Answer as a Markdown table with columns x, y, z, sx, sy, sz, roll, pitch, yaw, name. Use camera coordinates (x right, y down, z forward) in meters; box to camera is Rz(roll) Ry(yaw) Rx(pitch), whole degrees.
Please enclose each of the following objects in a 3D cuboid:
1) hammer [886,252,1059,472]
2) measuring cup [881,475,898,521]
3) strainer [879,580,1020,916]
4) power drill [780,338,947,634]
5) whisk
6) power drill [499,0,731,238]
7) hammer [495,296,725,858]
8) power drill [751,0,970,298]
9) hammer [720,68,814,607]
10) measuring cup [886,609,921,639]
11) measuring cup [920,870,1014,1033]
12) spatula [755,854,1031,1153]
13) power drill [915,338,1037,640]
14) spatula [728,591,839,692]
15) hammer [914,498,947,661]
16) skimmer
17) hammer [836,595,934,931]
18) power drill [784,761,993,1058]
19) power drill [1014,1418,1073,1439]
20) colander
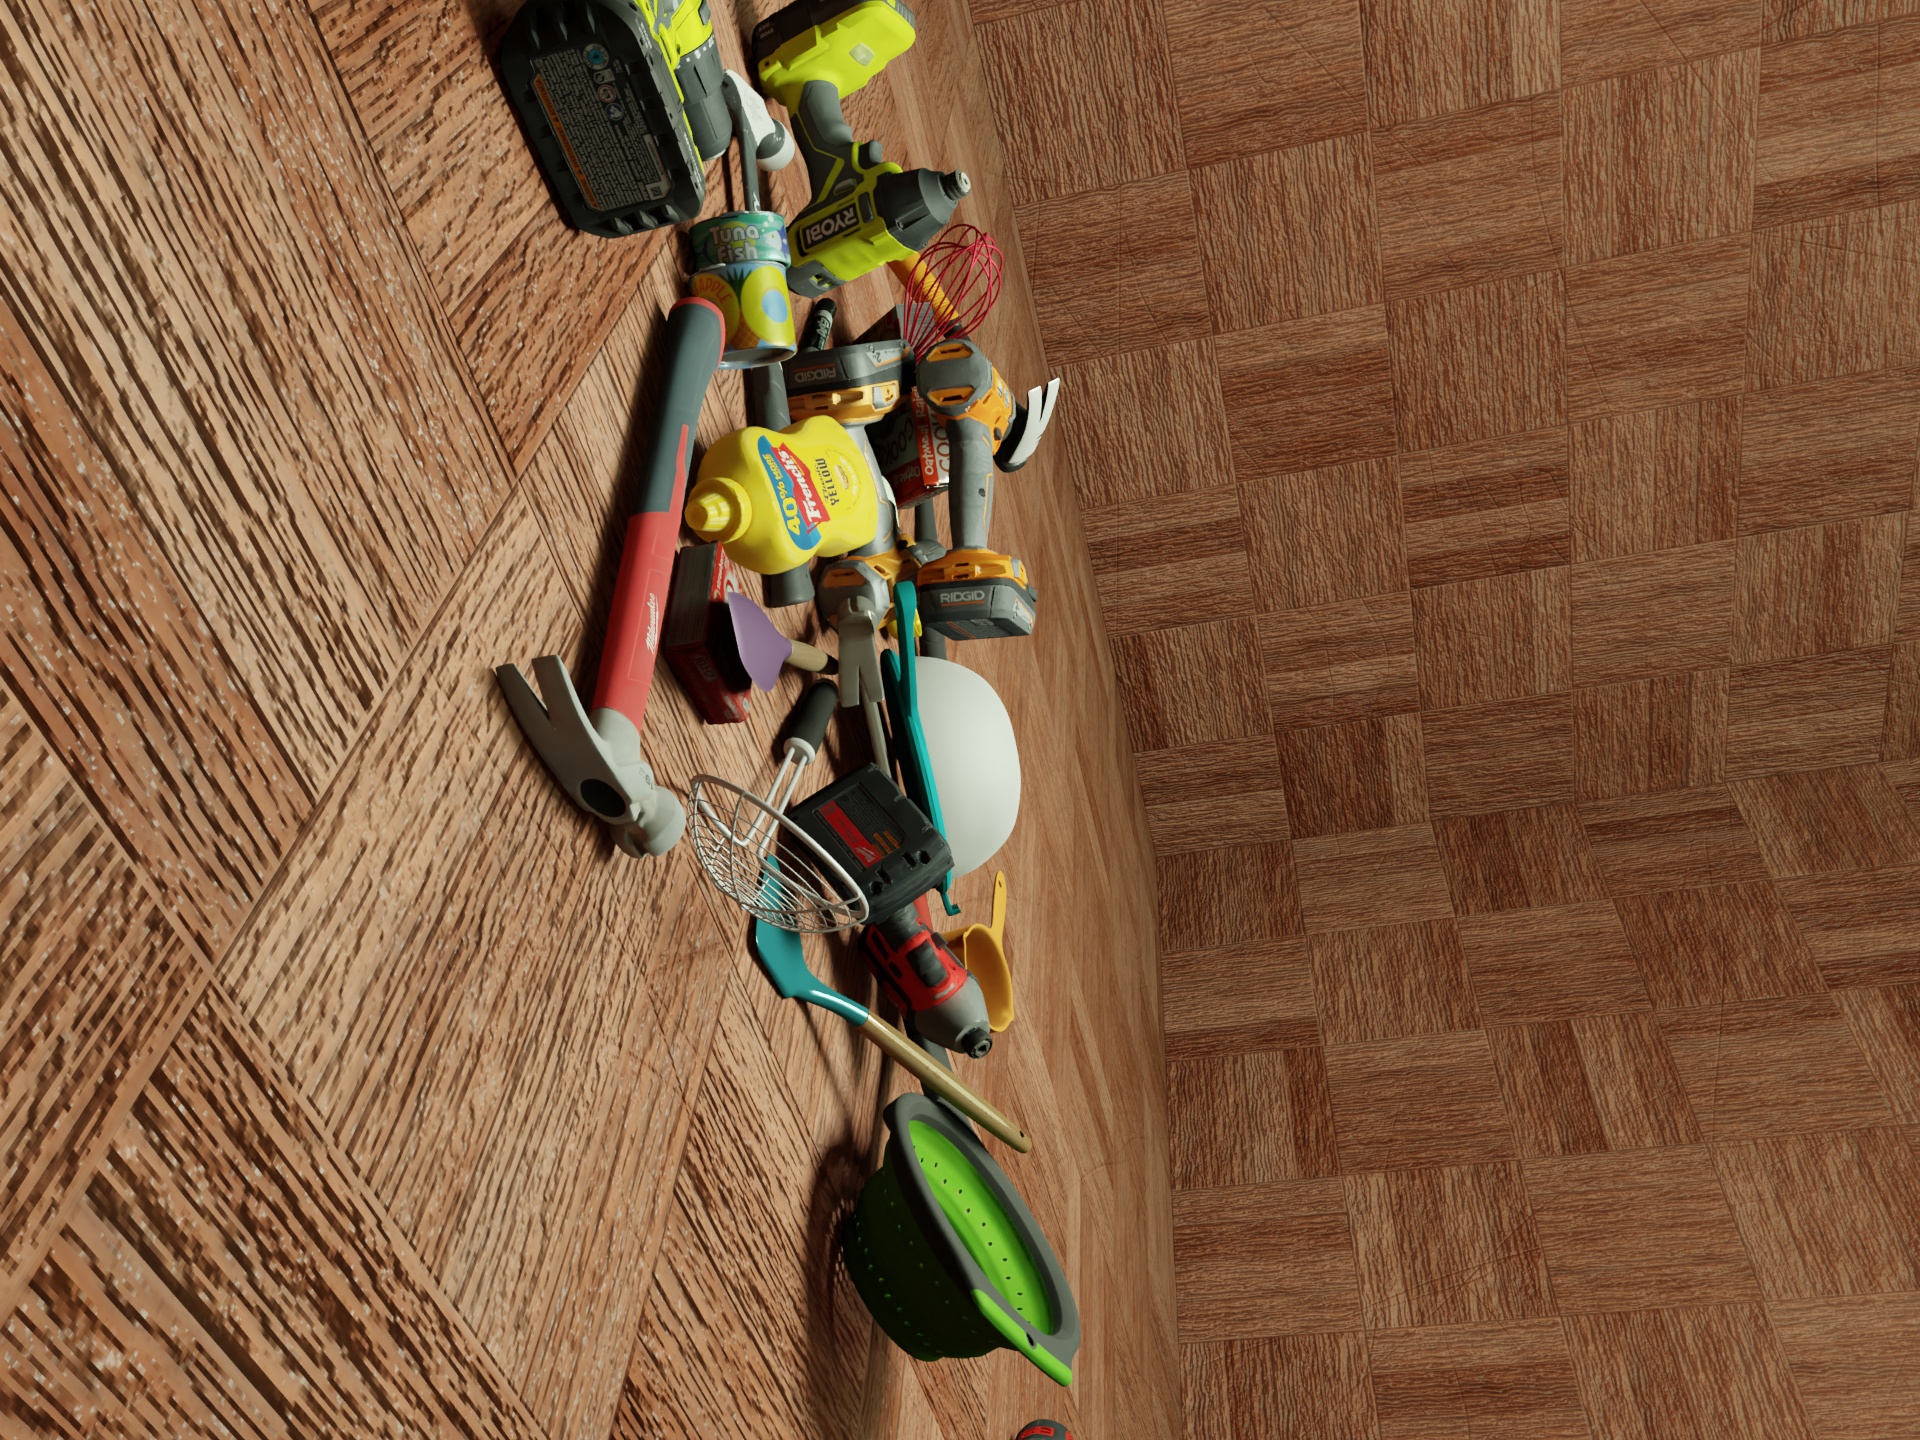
| x | y | z | sx | sy | sz | roll | pitch | yaw | name |
| --- | --- | --- | --- | --- | --- | --- | --- | --- | --- |
| -0.026 | -0.389 | 1.457 | 0.337 | 0.034 | 0.127 | 56 | -23 | 12 | hammer |
| -0.084 | -0.228 | 1.417 | 0.083 | 0.038 | 0.167 | -11 | 95 | -79 | measuring cup |
| -0.002 | -0.004 | 1.292 | 0.340 | 0.095 | 0.211 | 87 | -12 | -54 | strainer |
| -0.067 | -0.196 | 1.315 | 0.185 | 0.084 | 0.226 | -35 | 119 | -63 | power drill |
| -0.037 | -0.317 | 1.345 | 0.295 | 0.073 | 0.073 | 136 | -45 | -58 | whisk |
| -0.188 | -0.382 | 0.930 | 0.229 | 0.080 | 0.190 | -91 | 167 | -45 | power drill |
| -0.176 | -0.120 | 0.883 | 0.143 | 0.038 | 0.387 | 66 | 19 | -48 | hammer |
| -0.083 | -0.474 | 1.285 | 0.080 | 0.171 | 0.223 | 11 | 65 | -60 | power drill |
| -0.144 | -0.281 | 1.173 | 0.149 | 0.036 | 0.409 | 30 | 53 | -75 | hammer |
| -0.068 | -0.141 | 1.500 | 0.062 | 0.029 | 0.157 | 65 | 8 | -56 | measuring cup |
| 0.006 | 0.188 | 1.313 | 0.095 | 0.052 | 0.174 | 61 | 22 | -28 | measuring cup |
| -0.044 | 0.217 | 1.103 | 0.317 | 0.044 | 0.082 | 44 | 27 | -28 | spatula |
| 0.015 | -0.185 | 1.327 | 0.164 | 0.084 | 0.226 | 21 | 66 | -75 | power drill |
| -0.113 | -0.044 | 1.064 | 0.316 | 0.018 | 0.060 | 12 | 65 | -84 | spatula |
| -0.037 | -0.199 | 1.581 | 0.146 | 0.035 | 0.335 | -167 | -107 | -78 | hammer |
| -0.096 | 0.026 | 1.034 | 0.127 | 0.090 | 0.363 | 42 | 19 | -12 | skimmer |
| -0.050 | 0.087 | 1.265 | 0.149 | 0.036 | 0.358 | -100 | 180 | -58 | hammer |
| -0.040 | 0.148 | 1.141 | 0.143 | 0.078 | 0.219 | 45 | -19 | 42 | power drill |
| 0.082 | 0.765 | 1.408 | 0.188 | 0.080 | 0.226 | -26 | 104 | -78 | power drill |
| -0.031 | 0.330 | 1.157 | 0.204 | 0.094 | 0.397 | 49 | 7 | -27 | colander |
